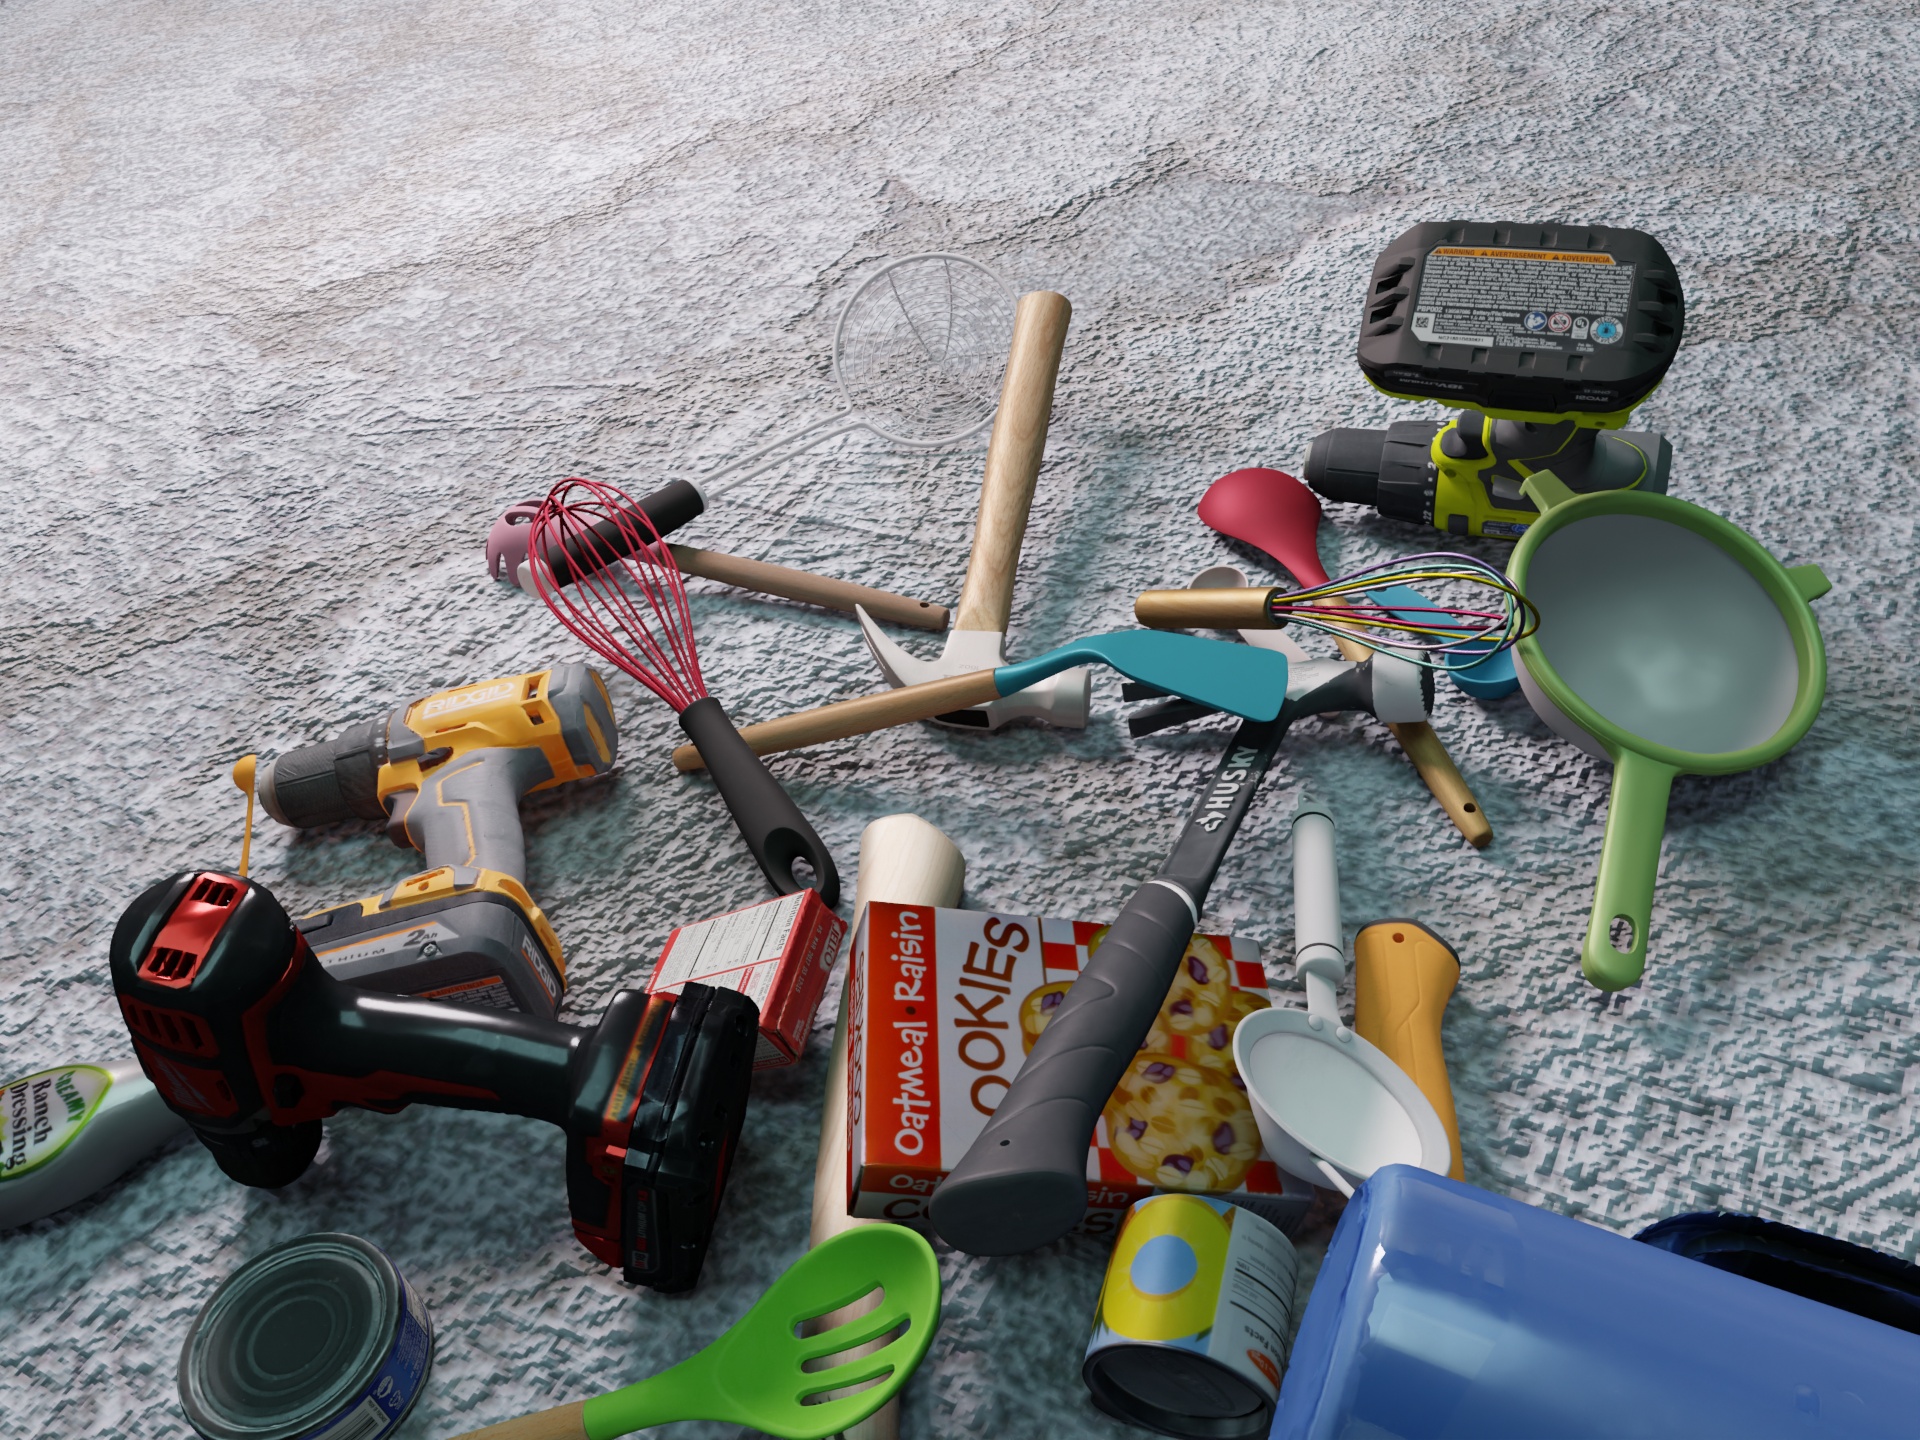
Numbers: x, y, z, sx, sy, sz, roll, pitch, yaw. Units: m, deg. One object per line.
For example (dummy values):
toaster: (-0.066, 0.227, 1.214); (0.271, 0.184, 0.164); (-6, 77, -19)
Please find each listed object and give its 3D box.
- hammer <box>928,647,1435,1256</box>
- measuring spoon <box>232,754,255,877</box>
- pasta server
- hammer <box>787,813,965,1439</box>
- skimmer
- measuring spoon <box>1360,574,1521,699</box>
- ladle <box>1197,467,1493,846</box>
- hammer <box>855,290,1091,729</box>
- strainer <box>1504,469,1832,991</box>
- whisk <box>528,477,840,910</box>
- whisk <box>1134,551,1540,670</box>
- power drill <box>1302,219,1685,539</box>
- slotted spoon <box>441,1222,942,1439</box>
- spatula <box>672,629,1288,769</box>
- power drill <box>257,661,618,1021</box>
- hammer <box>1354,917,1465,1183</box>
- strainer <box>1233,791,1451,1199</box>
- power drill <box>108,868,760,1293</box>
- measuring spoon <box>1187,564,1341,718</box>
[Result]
hammer: (0.083, 0.063, 0.632); (0.149, 0.036, 0.409); (-3, 23, 27)
measuring spoon: (-0.352, 0.074, 0.771); (0.011, 0.021, 0.117); (6, 75, -25)
pasta server: (-0.152, -0.088, 0.947); (0.316, 0.040, 0.060); (14, 47, 19)
hammer: (-0.049, 0.194, 0.609); (0.146, 0.038, 0.411); (-5, 42, 8)
skimmer: (-0.108, -0.177, 0.960); (0.363, 0.090, 0.127); (-35, 81, -34)
measuring spoon: (0.248, -0.043, 0.830); (0.042, 0.021, 0.129); (-22, 34, -12)
ladle: (0.200, -0.049, 0.835); (0.069, 0.031, 0.316); (-14, 44, -6)
hammer: (0.025, -0.133, 0.914); (0.130, 0.031, 0.332); (3, 53, 10)
strainer: (0.302, 0.013, 0.725); (0.151, 0.069, 0.256); (20, 62, 3)
whisk: (-0.142, -0.017, 0.806); (0.073, 0.073, 0.296); (-28, 62, -19)
whisk: (0.173, -0.052, 0.775); (0.047, 0.051, 0.245); (3, 1, -35)
power drill: (0.263, -0.156, 0.805); (0.190, 0.228, 0.080); (10, 77, 20)
slotted spoon: (-0.148, 0.245, 0.541); (0.314, 0.031, 0.070); (-20, 37, 6)
spatula: (-0.001, -0.002, 0.782); (0.317, 0.044, 0.082); (-12, 21, 21)
power drill: (-0.266, 0.066, 0.761); (0.185, 0.084, 0.226); (-13, 38, 5)
hammer: (0.157, 0.206, 0.557); (0.127, 0.034, 0.337); (0, 43, 9)
strainer: (0.141, 0.104, 0.623); (0.087, 0.050, 0.259); (25, 33, -6)
power drill: (-0.201, 0.149, 0.614); (0.226, 0.187, 0.080); (14, 49, -1)
measuring spoon: (0.163, -0.039, 0.842); (0.034, 0.018, 0.124); (-33, 52, -3)
